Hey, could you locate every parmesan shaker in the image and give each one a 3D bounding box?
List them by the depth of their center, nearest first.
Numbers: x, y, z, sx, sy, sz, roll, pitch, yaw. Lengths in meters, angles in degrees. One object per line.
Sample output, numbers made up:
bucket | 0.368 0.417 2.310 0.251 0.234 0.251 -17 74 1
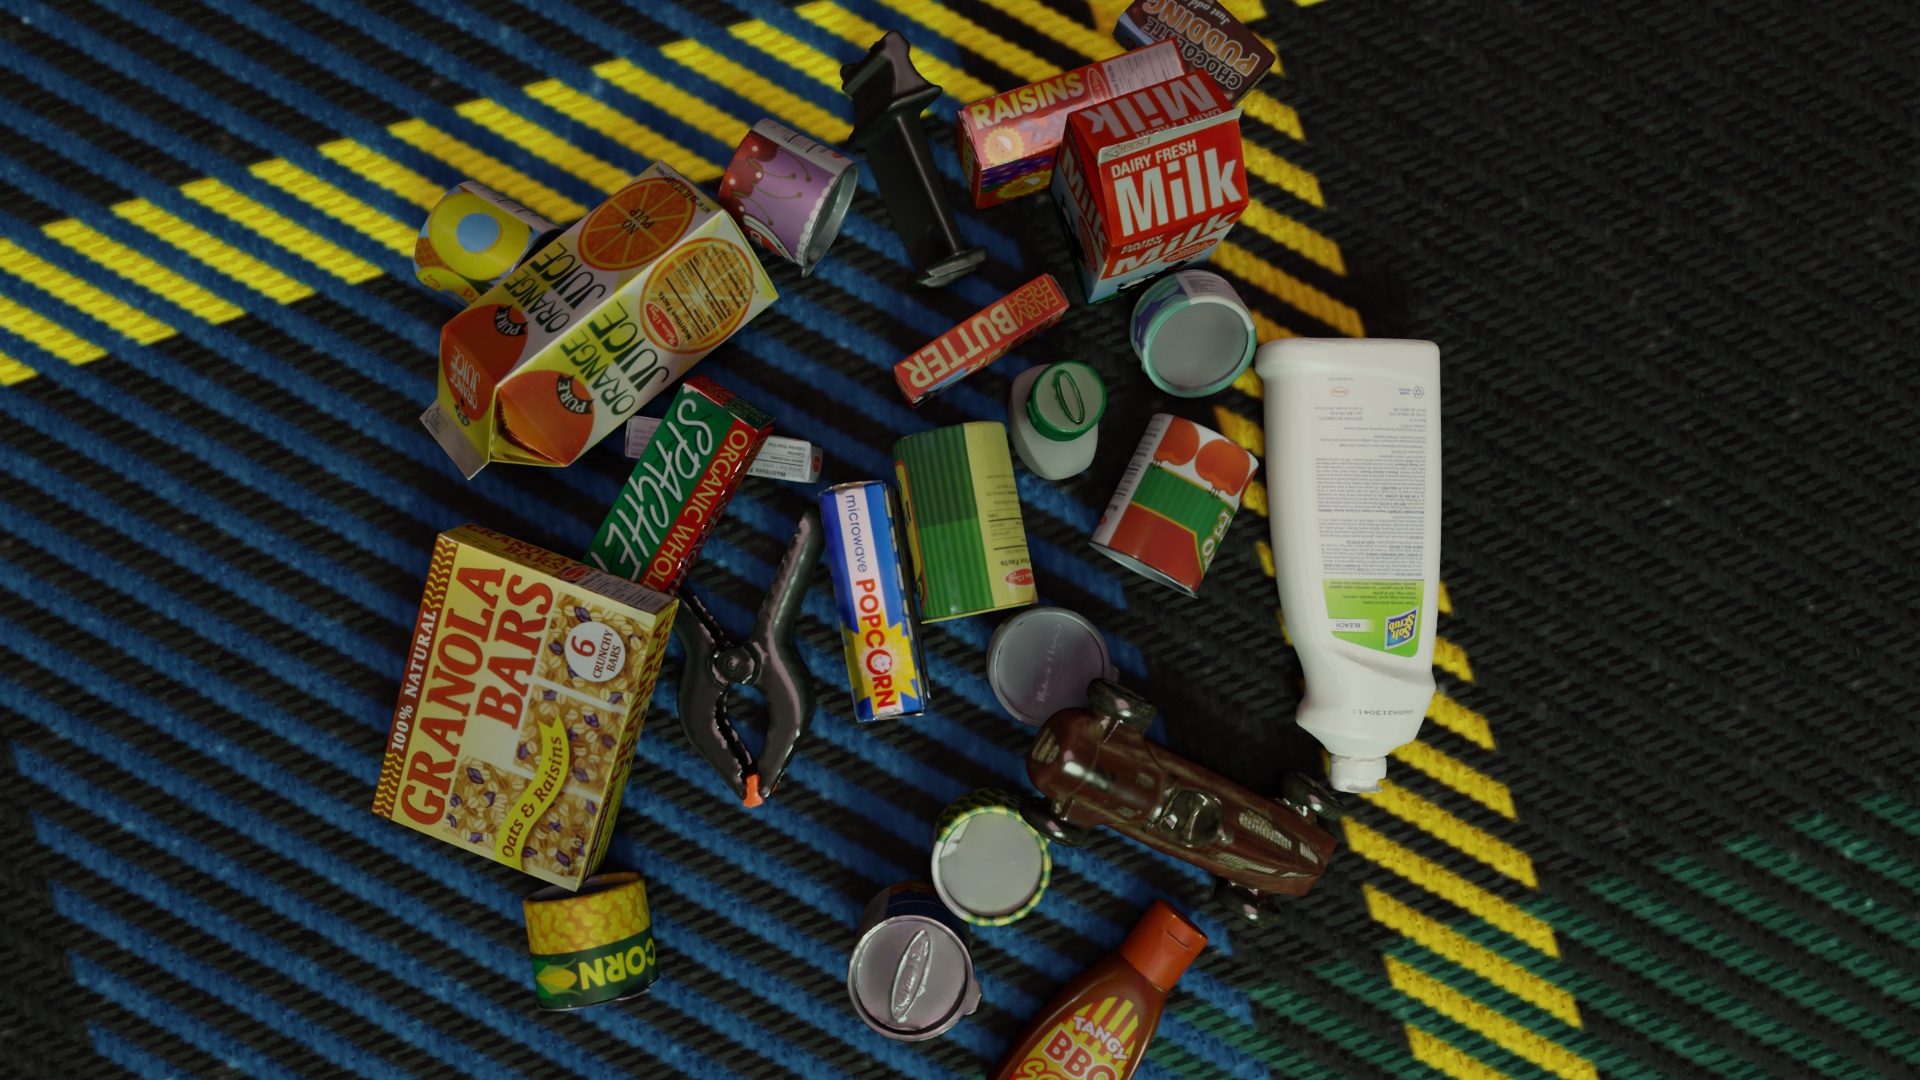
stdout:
parmesan shaker | 0.003 -0.010 0.779 0.071 0.071 0.103 -10 86 -1

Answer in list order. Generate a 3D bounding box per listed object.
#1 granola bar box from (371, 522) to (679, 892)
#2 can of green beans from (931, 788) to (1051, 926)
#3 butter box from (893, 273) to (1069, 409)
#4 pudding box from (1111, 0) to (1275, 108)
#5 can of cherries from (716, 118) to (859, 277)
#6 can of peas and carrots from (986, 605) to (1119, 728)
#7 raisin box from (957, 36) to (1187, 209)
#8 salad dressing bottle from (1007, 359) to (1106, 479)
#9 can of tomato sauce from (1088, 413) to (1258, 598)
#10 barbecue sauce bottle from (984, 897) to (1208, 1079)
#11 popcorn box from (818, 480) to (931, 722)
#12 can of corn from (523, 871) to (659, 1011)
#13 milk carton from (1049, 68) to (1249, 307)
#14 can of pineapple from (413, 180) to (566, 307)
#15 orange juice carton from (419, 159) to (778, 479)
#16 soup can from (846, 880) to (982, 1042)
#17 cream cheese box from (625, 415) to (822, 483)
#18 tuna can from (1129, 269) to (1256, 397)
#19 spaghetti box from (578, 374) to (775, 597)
granola bar box | -0.233 0.088 0.743 0.124 0.039 0.165 20 104 4
can of green beans | 0.017 0.175 0.774 0.071 0.058 0.071 0 88 -1
butter box | 0.011 -0.112 0.788 0.103 0.053 0.024 -32 91 -1
pudding box | 0.135 -0.287 0.807 0.084 0.030 0.049 44 89 1
can of cherries | -0.099 -0.193 0.783 0.058 0.071 0.071 27 88 0
can of peas and carrots | 0.050 0.070 0.778 0.071 0.058 0.071 0 88 -1
raisin box | 0.061 -0.231 0.776 0.123 0.086 0.040 -19 90 -1
salad dressing bottle | 0.051 -0.067 0.739 0.044 0.147 0.064 -20 89 -1
can of tomato sauce | 0.121 -0.019 0.779 0.071 0.071 0.083 27 87 0
barbecue sauce bottle | 0.080 0.270 0.779 0.065 0.043 0.148 38 88 2
popcorn box | -0.046 0.032 0.765 0.038 0.085 0.126 -10 89 0
can of corn | -0.202 0.219 0.765 0.071 0.071 0.058 -9 88 -1
milk carton | 0.096 -0.183 0.722 0.072 0.190 0.073 -18 88 -1
can of pineapple | -0.264 -0.158 0.780 0.058 0.071 0.071 29 88 1
orange juice carton | -0.203 -0.111 0.750 0.193 0.072 0.072 -41 53 -10
soup can | -0.024 0.228 0.759 0.071 0.084 0.071 0 89 0
cream cheese box | -0.132 -0.051 0.784 0.104 0.053 0.024 8 90 0
tuna can | 0.130 -0.114 0.784 0.071 0.033 0.070 -5 126 -6
spaghetti box | -0.185 0.026 0.759 0.050 0.029 0.249 33 104 0
